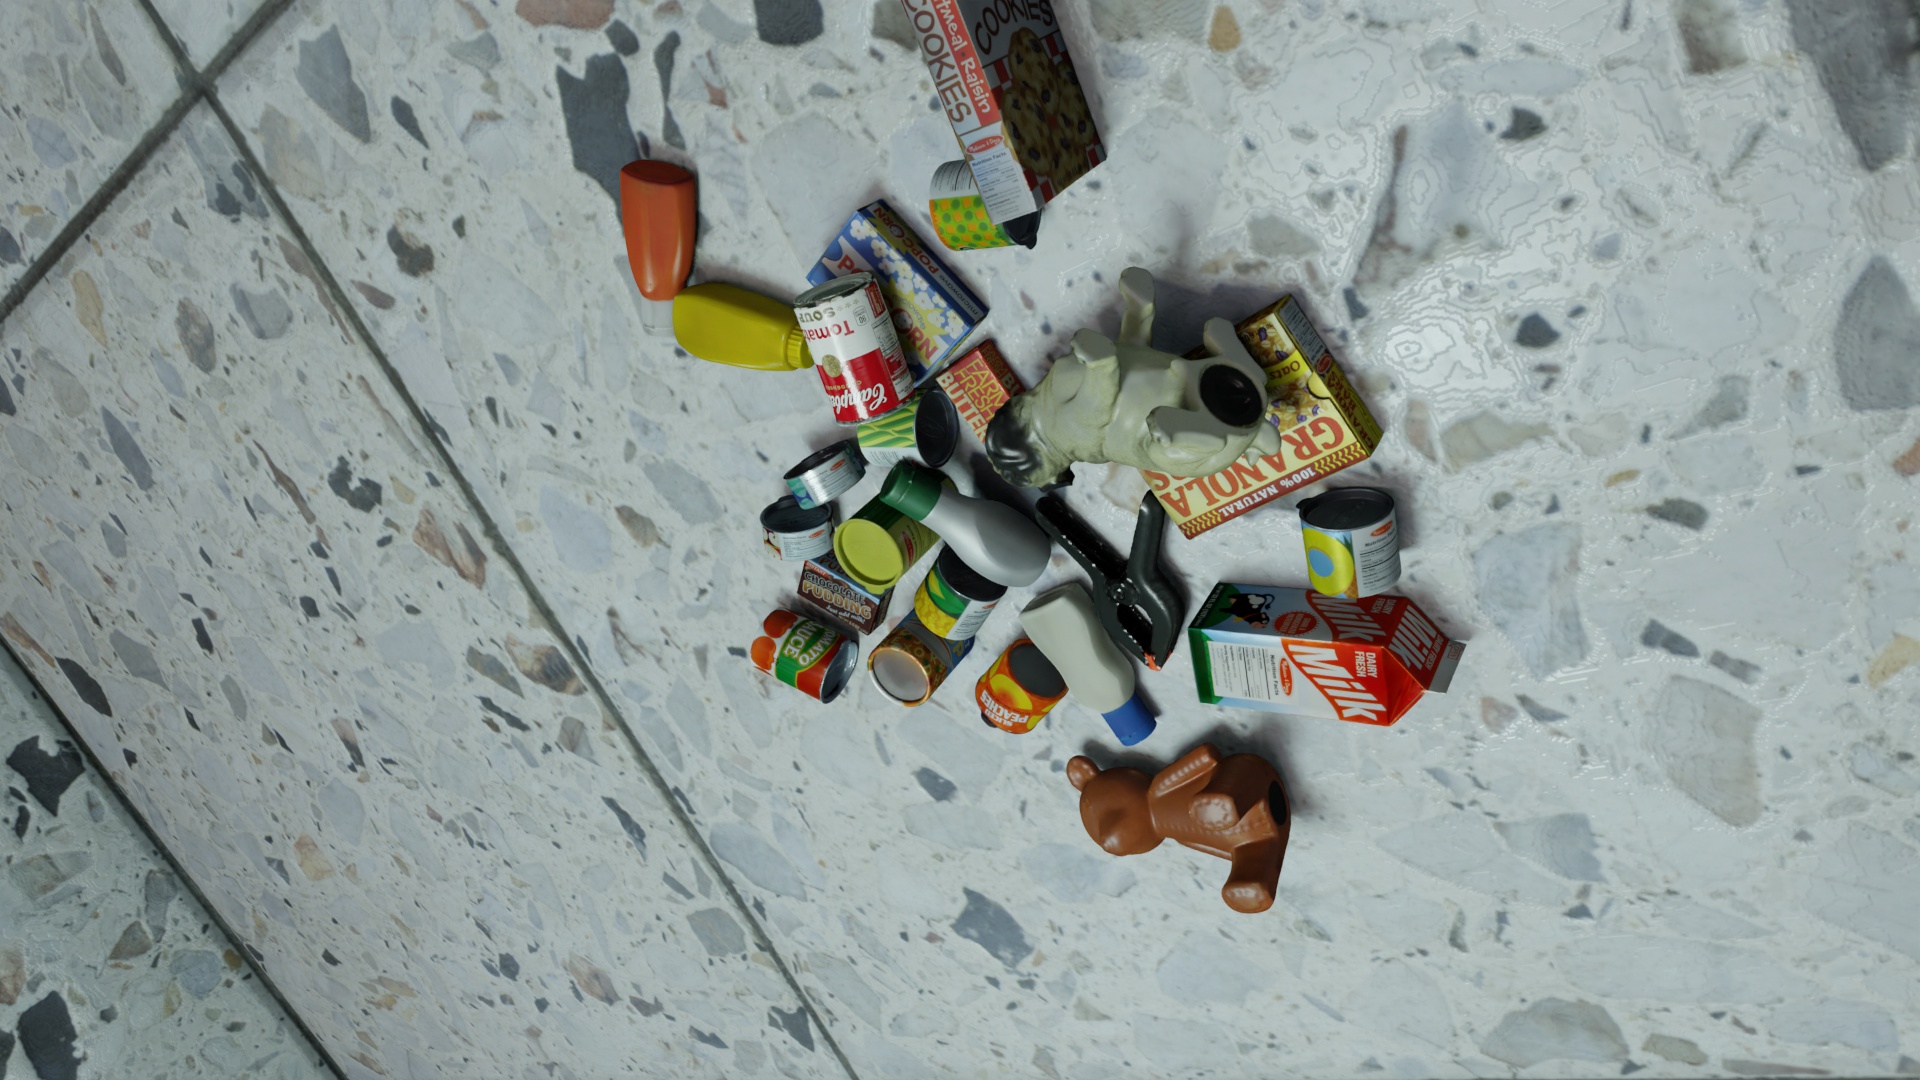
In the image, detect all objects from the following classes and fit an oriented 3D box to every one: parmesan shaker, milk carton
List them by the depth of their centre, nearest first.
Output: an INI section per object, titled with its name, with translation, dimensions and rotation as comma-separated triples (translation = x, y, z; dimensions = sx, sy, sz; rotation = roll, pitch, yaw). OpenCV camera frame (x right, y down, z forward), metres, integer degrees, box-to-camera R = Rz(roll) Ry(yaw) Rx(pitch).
[milk carton]
translation = 0.277, 0.086, 1.052
dimensions = 0.190, 0.073, 0.073
rotation = 4, 121, 31
[parmesan shaker]
translation = -0.052, -0.010, 1.173
dimensions = 0.071, 0.103, 0.071
rotation = 16, 125, 23

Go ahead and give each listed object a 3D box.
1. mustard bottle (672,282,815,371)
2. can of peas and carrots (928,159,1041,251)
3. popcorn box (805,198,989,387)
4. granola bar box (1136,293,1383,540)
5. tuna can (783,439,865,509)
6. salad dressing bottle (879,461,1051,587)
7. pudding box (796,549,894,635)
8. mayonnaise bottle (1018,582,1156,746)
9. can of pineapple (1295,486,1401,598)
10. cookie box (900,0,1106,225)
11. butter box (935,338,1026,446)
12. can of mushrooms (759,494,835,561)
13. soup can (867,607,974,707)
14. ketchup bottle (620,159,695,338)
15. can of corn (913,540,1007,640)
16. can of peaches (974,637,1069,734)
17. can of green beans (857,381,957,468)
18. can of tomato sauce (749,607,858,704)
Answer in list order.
[mustard bottle]
translation = -0.168, -0.174, 1.178
dimensions = 0.160, 0.049, 0.065
rotation = 18, 126, 21
[can of peas and carrots]
translation = 0.019, -0.243, 1.007
dimensions = 0.058, 0.071, 0.070
rotation = 2, 119, 32
[popcorn box]
translation = -0.050, -0.194, 1.099
dimensions = 0.126, 0.038, 0.085
rotation = 46, 133, -2
[granola bar box]
translation = 0.201, -0.085, 1.012
dimensions = 0.165, 0.039, 0.124
rotation = -28, 102, 41
[tuna can]
translation = -0.119, -0.057, 1.212
dimensions = 0.071, 0.071, 0.032
rotation = -17, 109, 38
[salad dressing bottle]
translation = 0.004, -0.014, 1.138
dimensions = 0.147, 0.064, 0.043
rotation = 30, 143, -20
[pudding box]
translation = -0.107, 0.045, 1.292
dimensions = 0.084, 0.030, 0.049
rotation = 30, 129, 12
[mayonnaise bottle]
translation = 0.114, 0.108, 1.189
dimensions = 0.064, 0.041, 0.148
rotation = -25, 105, 41
[can of pineapple]
translation = 0.280, 0.001, 1.001
dimensions = 0.071, 0.071, 0.057
rotation = 2, 119, 31
[cookie box]
translation = 0.029, -0.309, 0.919
dimensions = 0.040, 0.123, 0.167
rotation = -10, 113, 35
[butter box]
translation = 0.030, -0.105, 1.115
dimensions = 0.053, 0.024, 0.103
rotation = -29, 101, 41
[can of mushrooms]
translation = -0.147, -0.012, 1.259
dimensions = 0.071, 0.071, 0.033
rotation = 12, 125, 26
[soup can]
translation = -0.034, 0.099, 1.244
dimensions = 0.071, 0.084, 0.071
rotation = 15, 125, 23
[ketchup bottle]
translation = -0.258, -0.247, 1.191
dimensions = 0.065, 0.044, 0.148
rotation = 21, 128, 20
[can of corn]
translation = -0.002, 0.042, 1.202
dimensions = 0.071, 0.071, 0.058
rotation = 37, 132, 6
[can of peaches]
translation = 0.054, 0.129, 1.218
dimensions = 0.071, 0.071, 0.057
rotation = 41, 131, 3
[can of green beans]
translation = -0.043, -0.093, 1.141
dimensions = 0.058, 0.071, 0.071
rotation = 3, 120, 31
[can of tomato sauce]
translation = -0.150, 0.108, 1.334
dimensions = 0.083, 0.071, 0.070
rotation = 24, 129, 18
